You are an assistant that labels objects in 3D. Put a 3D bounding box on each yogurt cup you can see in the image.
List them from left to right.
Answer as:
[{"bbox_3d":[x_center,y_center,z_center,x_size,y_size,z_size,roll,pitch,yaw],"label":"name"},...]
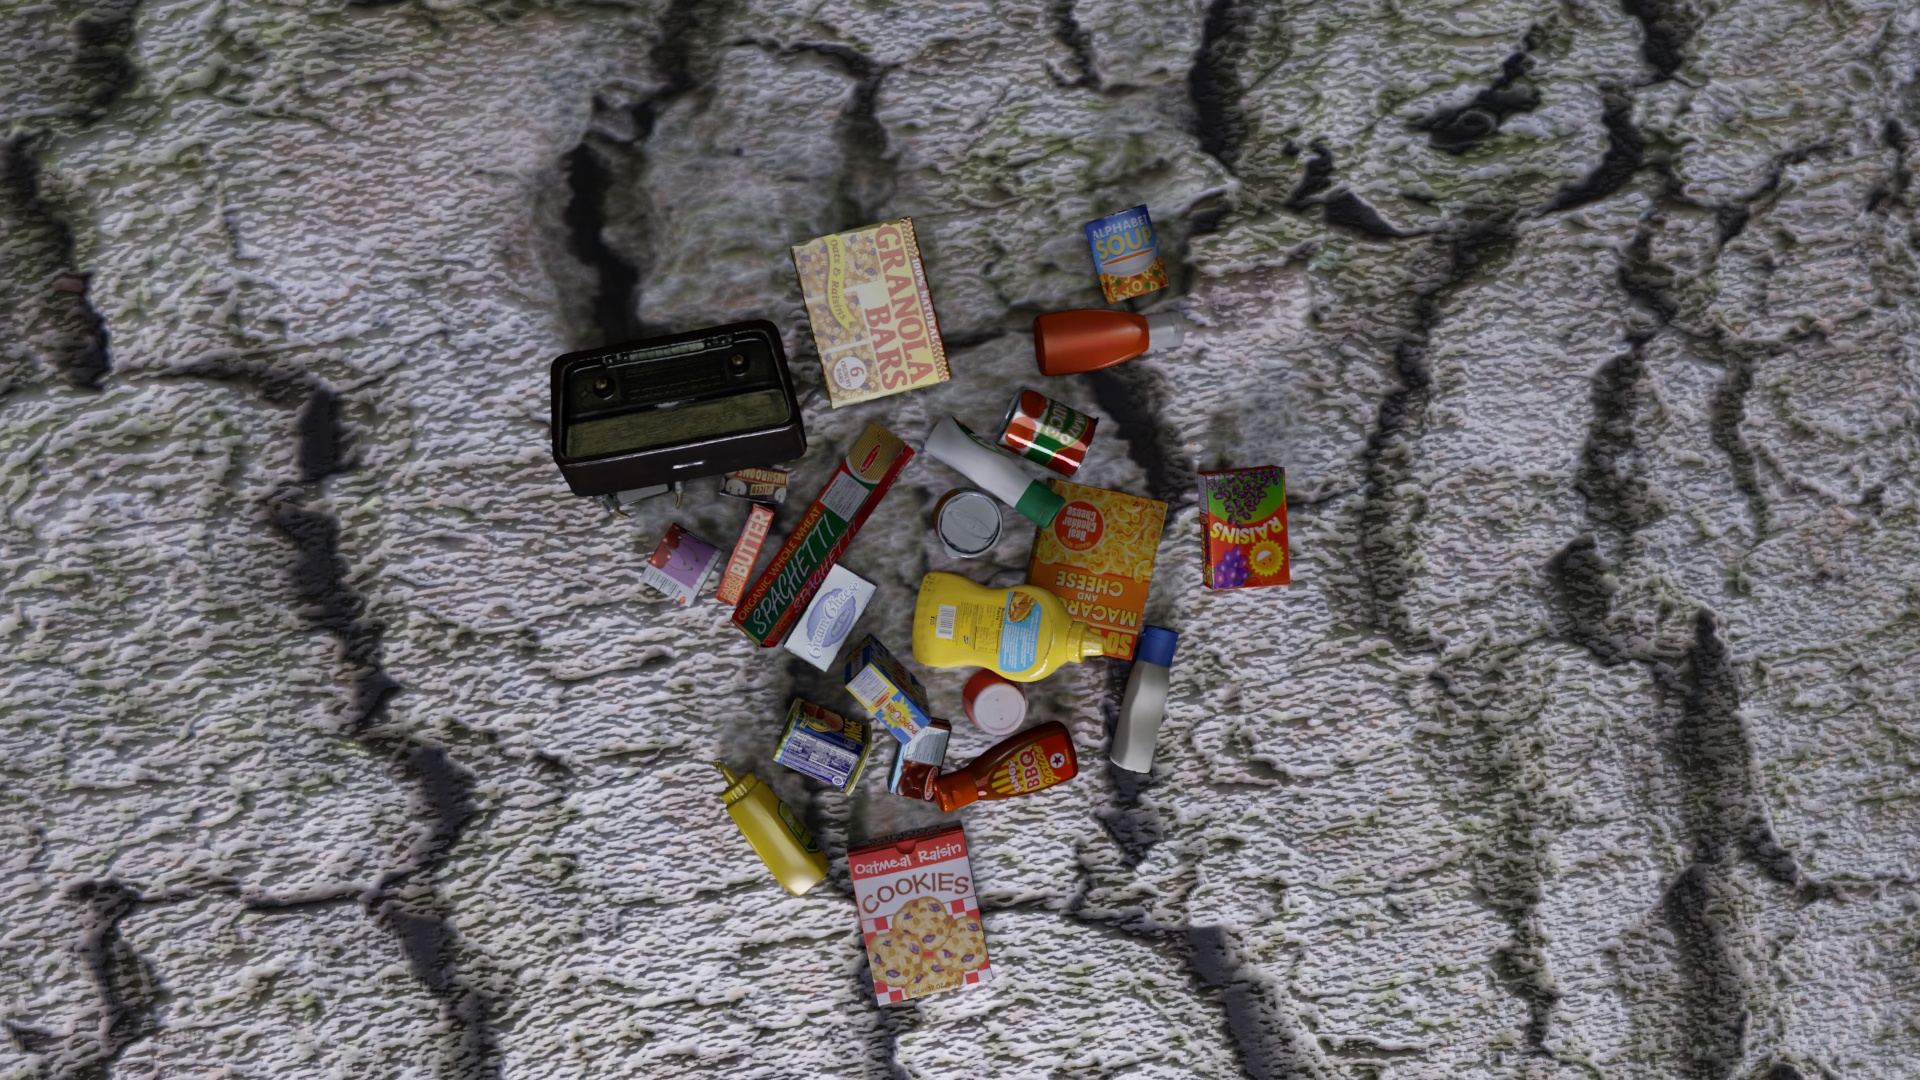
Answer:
[{"bbox_3d":[0.037,0.167,1.429,0.072,0.054,0.072,-1,96,-6],"label":"yogurt cup"}]

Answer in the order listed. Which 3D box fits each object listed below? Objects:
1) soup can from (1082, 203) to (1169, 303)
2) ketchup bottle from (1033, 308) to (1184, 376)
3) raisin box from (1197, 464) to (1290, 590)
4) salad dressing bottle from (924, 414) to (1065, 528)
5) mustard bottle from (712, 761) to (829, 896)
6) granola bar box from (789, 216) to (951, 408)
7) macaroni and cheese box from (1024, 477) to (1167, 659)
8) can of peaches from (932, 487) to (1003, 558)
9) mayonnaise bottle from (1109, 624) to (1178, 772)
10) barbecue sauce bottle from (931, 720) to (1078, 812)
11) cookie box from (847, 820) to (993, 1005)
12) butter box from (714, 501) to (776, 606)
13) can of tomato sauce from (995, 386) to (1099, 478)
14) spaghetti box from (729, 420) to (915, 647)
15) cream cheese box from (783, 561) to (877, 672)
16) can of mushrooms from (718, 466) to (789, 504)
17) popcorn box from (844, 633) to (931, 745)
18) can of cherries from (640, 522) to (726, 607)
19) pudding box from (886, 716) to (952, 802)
[{"bbox_3d":[0.166,-0.286,1.387,0.071,0.071,0.083,-19,98,-4],"label":"soup can"},{"bbox_3d":[0.151,-0.206,1.408,0.149,0.043,0.064,-8,98,-6],"label":"ketchup bottle"},{"bbox_3d":[0.295,-0.013,1.447,0.086,0.040,0.123,-5,97,-7],"label":"raisin box"},{"bbox_3d":[0.035,-0.068,1.388,0.148,0.064,0.044,35,92,6],"label":"salad dressing bottle"},{"bbox_3d":[-0.198,0.285,1.410,0.049,0.065,0.160,-38,95,3],"label":"mustard bottle"},{"bbox_3d":[-0.089,-0.226,1.381,0.124,0.039,0.165,-15,97,-4],"label":"granola bar box"},{"bbox_3d":[0.134,0.029,1.432,0.124,0.040,0.166,12,94,-6],"label":"macaroni and cheese box"},{"bbox_3d":[0.005,-0.018,1.404,0.071,0.058,0.071,-1,97,-7],"label":"can of peaches"},{"bbox_3d":[0.192,0.163,1.443,0.041,0.065,0.148,14,91,-7],"label":"mayonnaise bottle"},{"bbox_3d":[0.045,0.238,1.428,0.149,0.044,0.064,-18,105,-16],"label":"barbecue sauce bottle"},{"bbox_3d":[-0.042,0.387,1.449,0.123,0.040,0.167,-11,97,-5],"label":"cookie box"},{"bbox_3d":[-0.213,0.012,1.384,0.024,0.053,0.103,22,93,-6],"label":"butter box"},{"bbox_3d":[0.087,-0.111,1.397,0.083,0.071,0.071,24,93,-8],"label":"can of tomato sauce"},{"bbox_3d":[-0.139,-0.005,1.393,0.050,0.028,0.250,36,91,25],"label":"spaghetti box"},{"bbox_3d":[-0.133,0.077,1.415,0.053,0.024,0.103,30,92,-7],"label":"cream cheese box"},{"bbox_3d":[-0.203,-0.057,1.369,0.071,0.071,0.033,11,94,-7],"label":"can of mushrooms"},{"bbox_3d":[-0.073,0.146,1.377,0.038,0.127,0.085,-45,99,3],"label":"popcorn box"},{"bbox_3d":[-0.274,0.022,1.374,0.058,0.071,0.071,31,92,-8],"label":"can of cherries"},{"bbox_3d":[-0.043,0.224,1.437,0.050,0.030,0.083,13,95,-9],"label":"pudding box"}]
